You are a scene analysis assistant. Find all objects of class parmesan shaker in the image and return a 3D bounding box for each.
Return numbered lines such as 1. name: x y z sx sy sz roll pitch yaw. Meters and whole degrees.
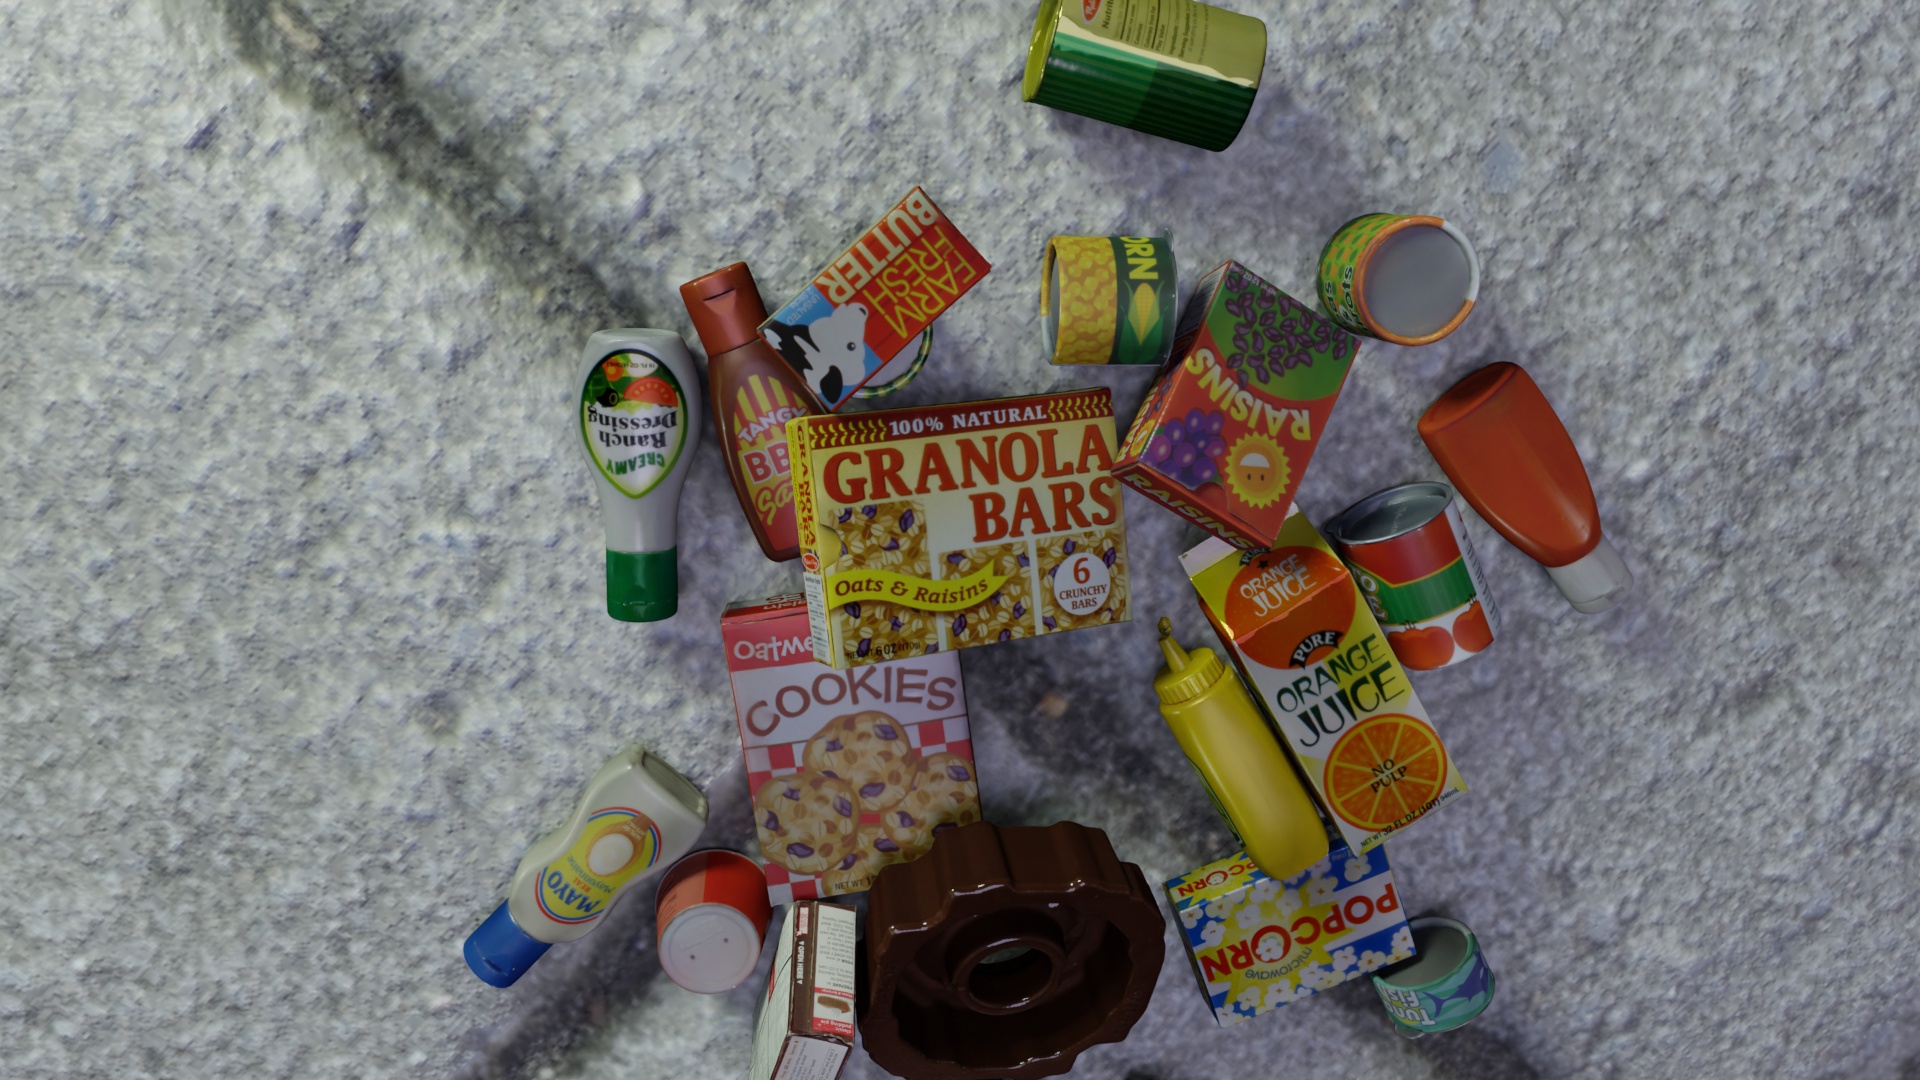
1. parmesan shaker: 0.088 -0.231 0.676 0.103 0.071 0.071 13 102 -10

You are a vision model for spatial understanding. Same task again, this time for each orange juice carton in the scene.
1. orange juice carton: 0.193 0.069 0.760 0.072 0.073 0.192 -31 105 2

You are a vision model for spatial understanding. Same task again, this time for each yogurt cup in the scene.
1. yogurt cup: -0.137 0.213 0.769 0.072 0.054 0.072 -1 103 -6

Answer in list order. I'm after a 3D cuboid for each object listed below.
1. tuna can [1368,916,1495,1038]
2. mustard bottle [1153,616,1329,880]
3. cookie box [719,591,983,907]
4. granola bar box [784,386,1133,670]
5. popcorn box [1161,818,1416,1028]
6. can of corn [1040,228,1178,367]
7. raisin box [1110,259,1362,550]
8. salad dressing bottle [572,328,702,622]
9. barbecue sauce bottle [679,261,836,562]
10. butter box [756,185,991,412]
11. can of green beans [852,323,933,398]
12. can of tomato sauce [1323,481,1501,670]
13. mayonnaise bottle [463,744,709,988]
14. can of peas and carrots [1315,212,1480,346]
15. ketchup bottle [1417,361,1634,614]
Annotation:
1. tuna can: 0.275 0.256 0.817 0.071 0.071 0.032 -27 104 1
2. mustard bottle: 0.147 0.111 0.773 0.049 0.065 0.160 -32 99 2
3. cookie box: -0.056 0.108 0.759 0.123 0.040 0.167 -8 104 -4
4. granola bar box: 0.003 -0.009 0.706 0.166 0.039 0.124 -8 95 -21
5. popcorn box: 0.193 0.221 0.815 0.127 0.038 0.085 -21 106 -1
6. can of corn: 0.074 -0.123 0.702 0.058 0.071 0.071 -1 104 -6
7. raisin box: 0.143 -0.068 0.715 0.086 0.040 0.123 30 76 -13
8. salad dressing bottle: -0.164 -0.033 0.711 0.064 0.044 0.147 0 104 -5
9. barbecue sauce bottle: -0.098 -0.067 0.710 0.065 0.044 0.148 -22 105 -3
10. butter box: -0.041 -0.114 0.653 0.103 0.024 0.053 -41 104 4
11. can of green beans: -0.048 -0.108 0.697 0.071 0.058 0.071 -2 104 -6
12. can of tomato sauce: 0.247 0.020 0.758 0.071 0.071 0.083 -27 106 1
13. mayonnaise bottle: -0.208 0.182 0.760 0.148 0.041 0.064 -45 106 5
14. can of peas and carrots: 0.224 -0.134 0.720 0.071 0.059 0.070 -1 104 -6
15. ketchup bottle: 0.318 -0.024 0.766 0.064 0.043 0.148 -39 105 5
